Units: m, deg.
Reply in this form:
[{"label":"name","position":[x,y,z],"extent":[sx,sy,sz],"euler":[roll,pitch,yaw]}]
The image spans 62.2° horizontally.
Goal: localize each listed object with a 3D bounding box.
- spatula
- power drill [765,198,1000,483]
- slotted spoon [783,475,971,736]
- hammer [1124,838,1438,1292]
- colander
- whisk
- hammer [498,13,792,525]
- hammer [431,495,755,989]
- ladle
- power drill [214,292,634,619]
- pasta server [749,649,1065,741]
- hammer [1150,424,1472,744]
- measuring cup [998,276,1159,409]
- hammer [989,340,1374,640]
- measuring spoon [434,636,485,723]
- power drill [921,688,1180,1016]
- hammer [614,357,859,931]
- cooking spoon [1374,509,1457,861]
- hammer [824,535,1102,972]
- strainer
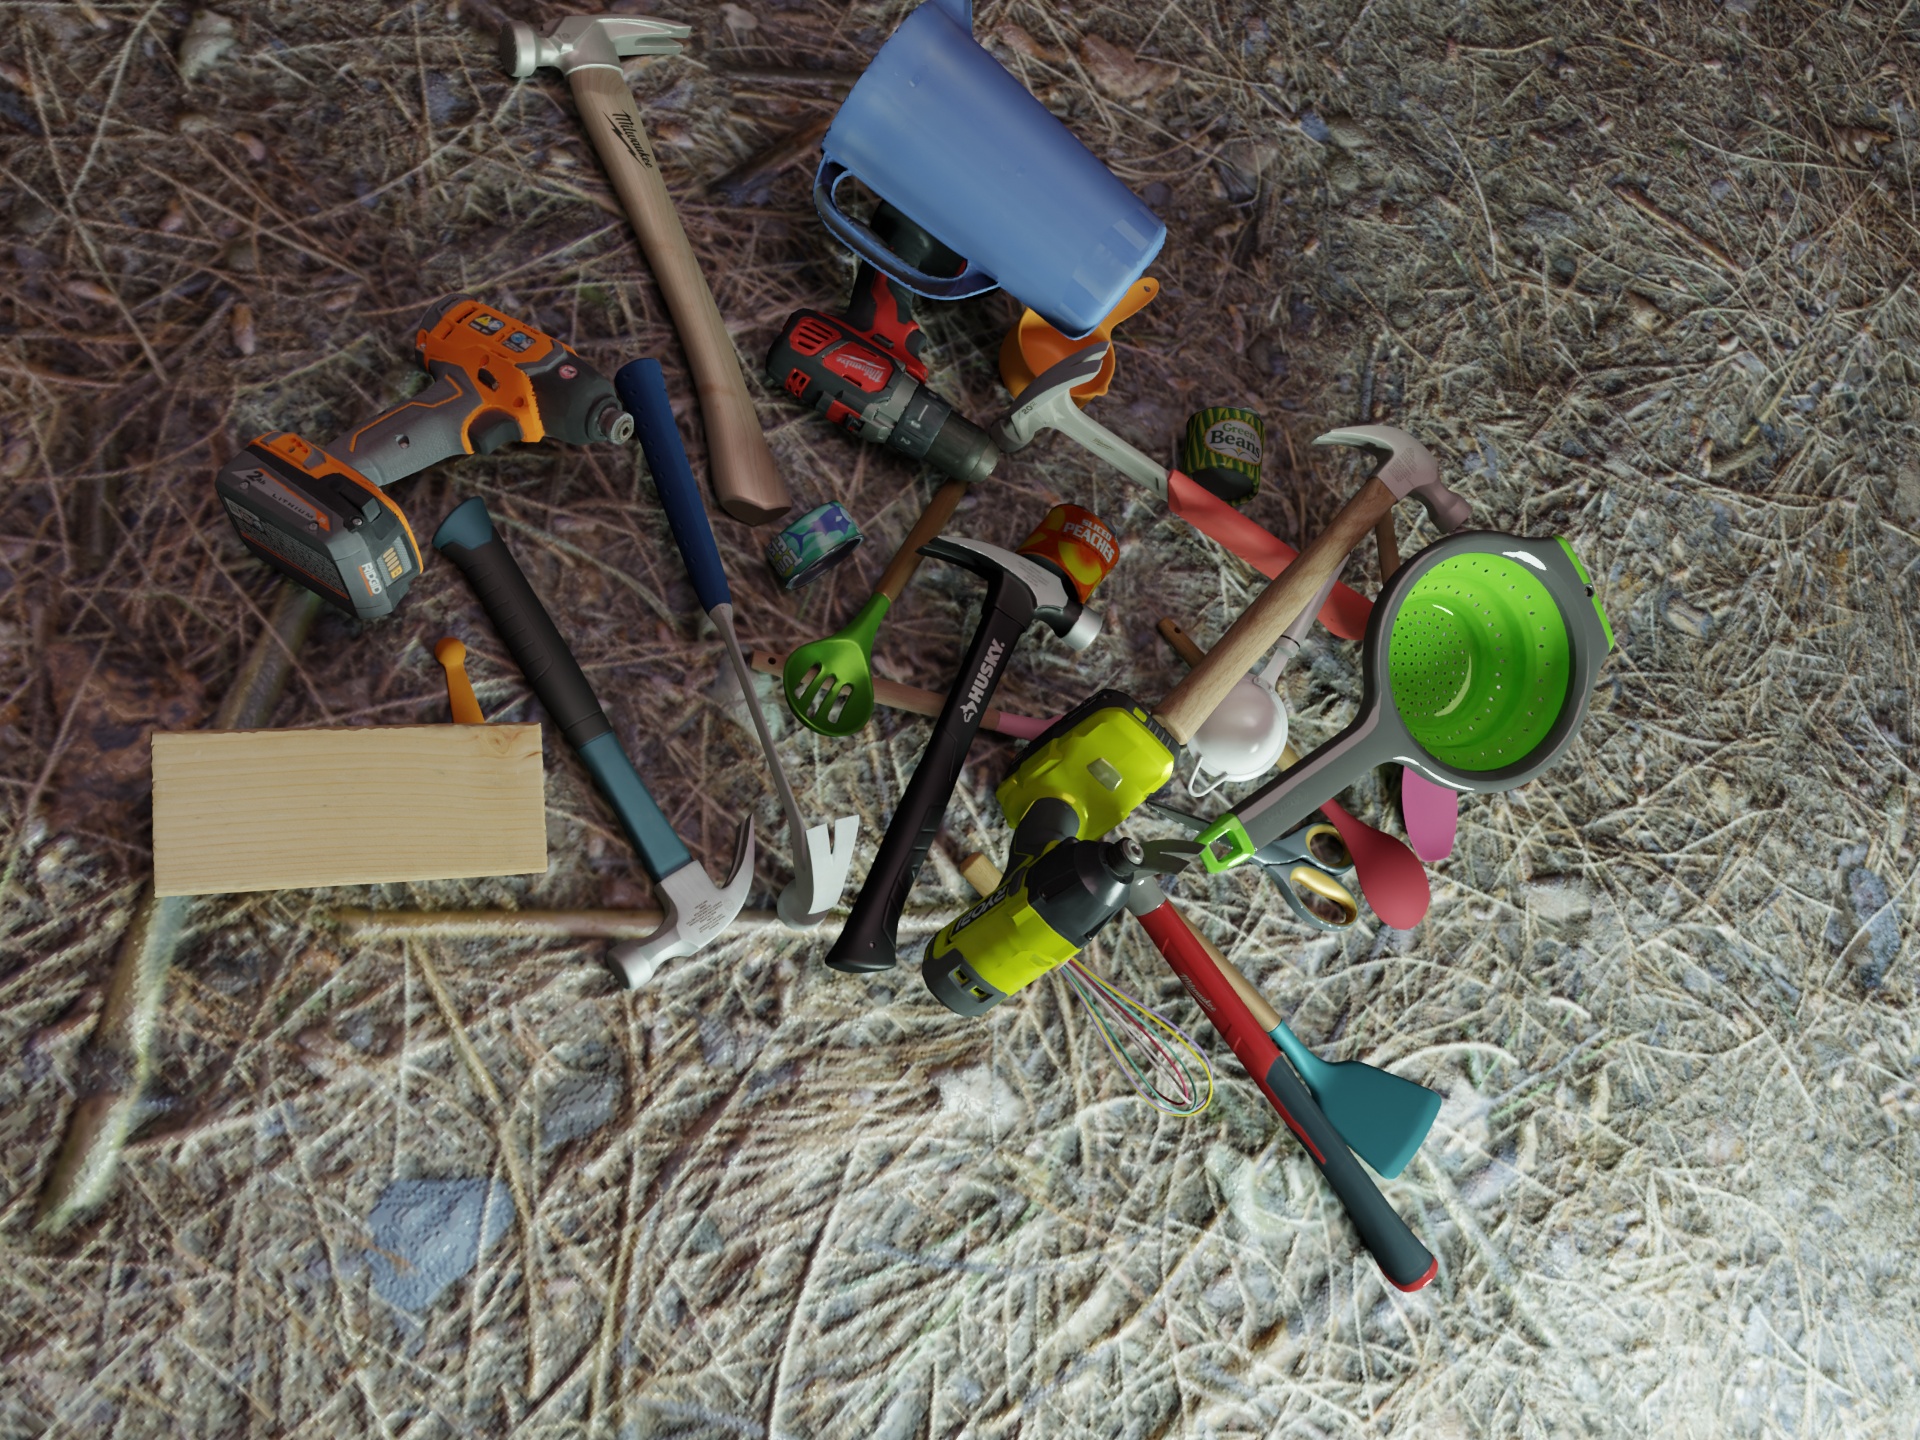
[{"label":"spatula","position":[0.223,0.206,1.184],"extent":[0.317,0.044,0.082],"euler":[45,63,-4]},{"label":"power drill","position":[-0.023,-0.302,1.221],"extent":[0.188,0.080,0.227],"euler":[30,65,-8]},{"label":"slotted spoon","position":[-0.045,-0.103,1.158],"extent":[0.070,0.031,0.314],"euler":[37,53,-11]},{"label":"hammer","position":[0.229,0.248,1.128],"extent":[0.038,0.143,0.386],"euler":[-39,96,-28]},{"label":"colander","position":[0.327,-0.003,1.248],"extent":[0.397,0.094,0.204],"euler":[-33,101,-15]},{"label":"whisk","position":[0.086,0.189,1.128],"extent":[0.245,0.047,0.051],"euler":[47,47,0]},{"label":"hammer","position":[-0.203,-0.338,1.174],"extent":[0.146,0.038,0.411],"euler":[-17,81,-31]},{"label":"hammer","position":[-0.246,0.002,1.034],"extent":[0.128,0.033,0.331],"euler":[-30,87,-30]},{"label":"ladle","position":[0.265,0.037,1.263],"extent":[0.315,0.031,0.069],"euler":[48,55,4]},{"label":"power drill","position":[-0.325,-0.169,1.000],"extent":[0.164,0.084,0.226],"euler":[29,58,19]},{"label":"pasta server","position":[-0.002,-0.004,1.161],"extent":[0.316,0.040,0.060],"euler":[14,67,-17]},{"label":"hammer","position":[0.257,-0.106,1.219],"extent":[0.130,0.031,0.331],"euler":[47,70,-5]},{"label":"measuring cup","position":[0.101,-0.312,1.304],"extent":[0.095,0.052,0.174],"euler":[50,57,-3]},{"label":"hammer","position":[0.202,-0.168,1.263],"extent":[0.358,0.149,0.037],"euler":[30,65,-21]},{"label":"measuring spoon","position":[-0.313,0.000,1.015],"extent":[0.021,0.011,0.117],"euler":[-12,78,-29]},{"label":"power drill","position":[0.071,0.080,1.050],"extent":[0.080,0.171,0.223],"euler":[43,34,-11]},{"label":"hammer","position":[-0.155,-0.066,1.061],"extent":[0.035,0.144,0.406],"euler":[-15,73,-21]},{"label":"cooking spoon","position":[0.373,-0.041,1.332],"extent":[0.068,0.017,0.319],"euler":[-5,85,-34]},{"label":"hammer","position":[-0.016,0.023,1.096],"extent":[0.146,0.035,0.335],"euler":[33,63,-19]},{"label":"strainer","position":[0.251,-0.052,1.244],"extent":[0.086,0.050,0.258],"euler":[34,77,-12]}]
